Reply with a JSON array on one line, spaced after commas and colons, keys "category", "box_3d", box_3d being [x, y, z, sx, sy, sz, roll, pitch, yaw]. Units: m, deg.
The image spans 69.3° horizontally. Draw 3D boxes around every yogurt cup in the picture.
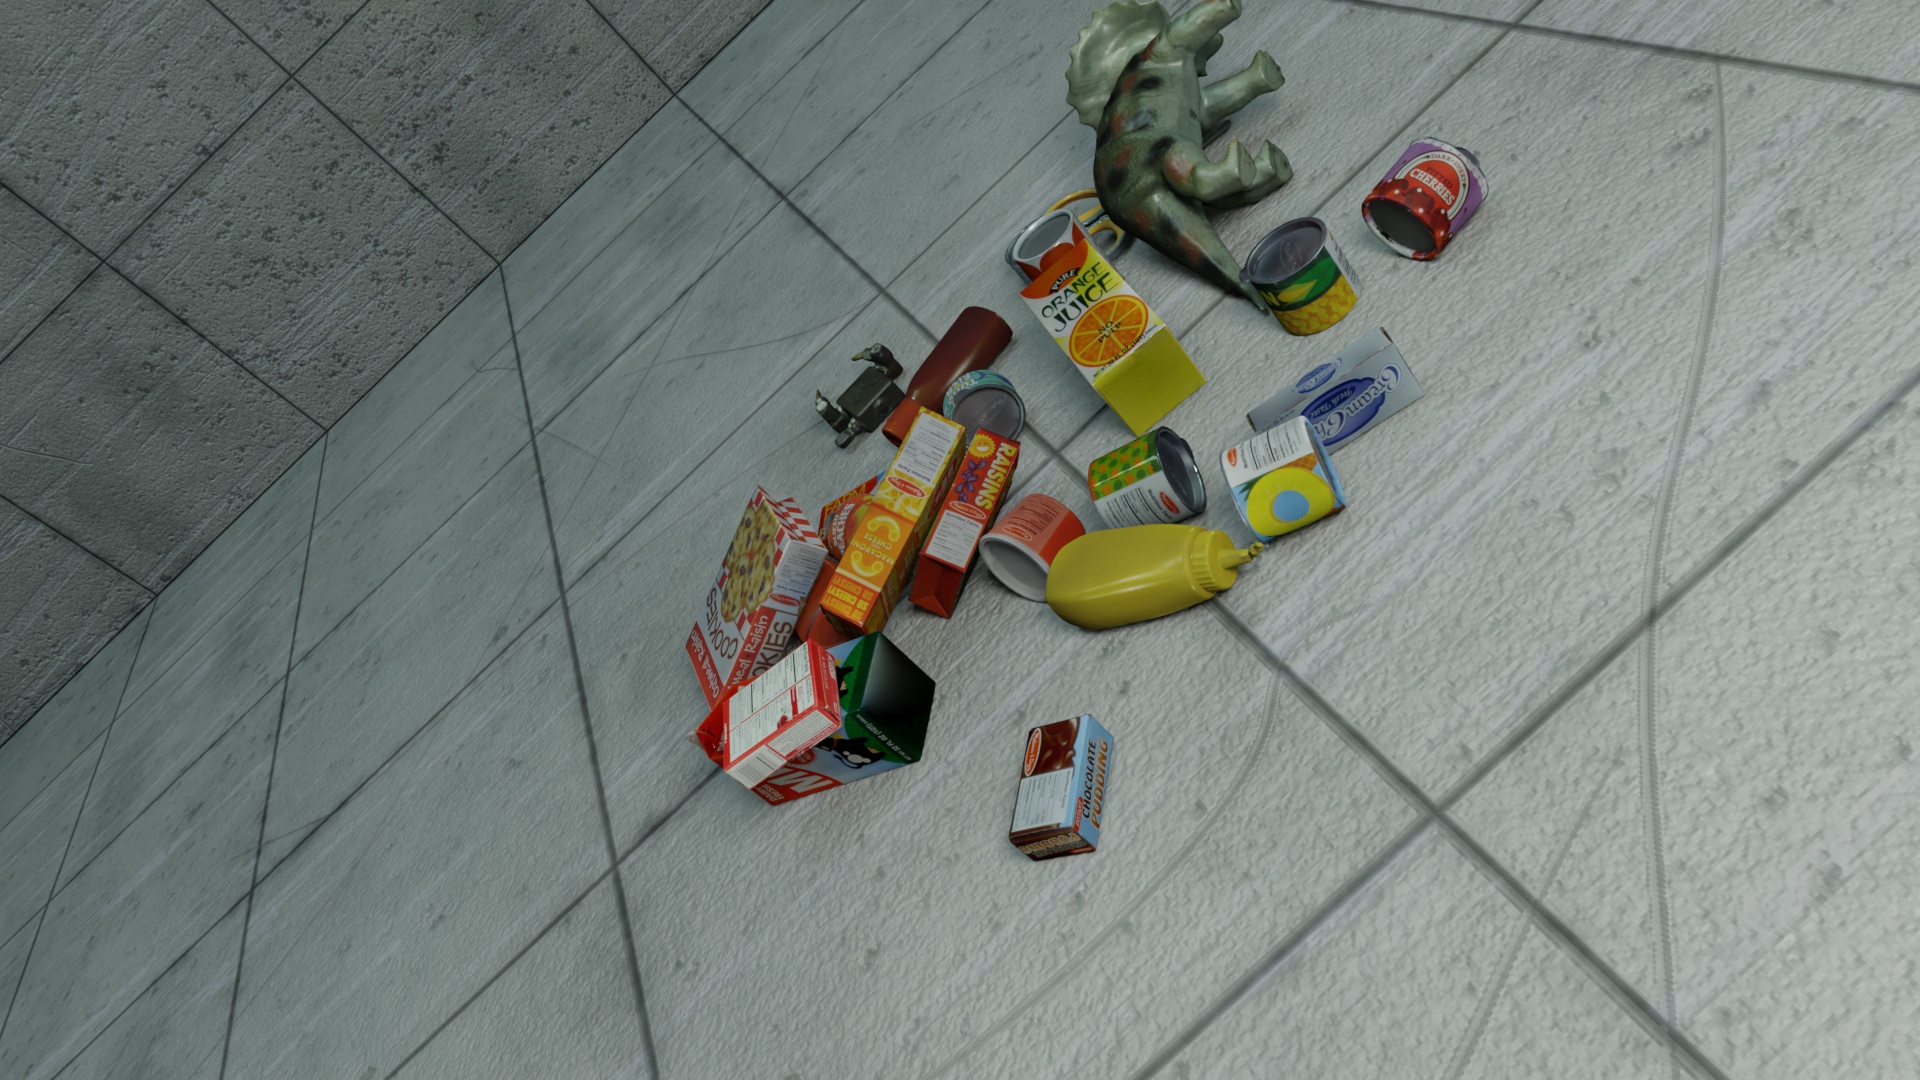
[{"category": "yogurt cup", "box_3d": [0.055, 0.003, 1.016, 0.072, 0.072, 0.054, 5, 49, 51]}]

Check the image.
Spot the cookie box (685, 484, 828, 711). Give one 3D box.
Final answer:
[{"category": "cookie box", "box_3d": [-0.175, 0.053, 1.183, 0.167, 0.040, 0.123, -64, 29, 13]}]

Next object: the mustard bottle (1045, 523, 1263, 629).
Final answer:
[{"category": "mustard bottle", "box_3d": [0.132, 0.020, 0.921, 0.160, 0.048, 0.065, -11, 46, 41]}]

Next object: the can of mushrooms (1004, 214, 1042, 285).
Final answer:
[{"category": "can of mushrooms", "box_3d": [0.080, -0.281, 1.339, 0.071, 0.033, 0.071, -30, 35, 24]}]

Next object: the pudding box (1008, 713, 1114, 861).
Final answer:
[{"category": "pudding box", "box_3d": [0.064, 0.153, 0.864, 0.049, 0.030, 0.084, -21, 39, 35]}]

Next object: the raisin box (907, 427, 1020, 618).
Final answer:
[{"category": "raisin box", "box_3d": [0.004, -0.013, 1.073, 0.085, 0.040, 0.124, 105, -172, -60]}]

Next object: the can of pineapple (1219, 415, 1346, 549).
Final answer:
[{"category": "can of pineapple", "box_3d": [0.207, -0.037, 0.887, 0.057, 0.071, 0.071, -26, 37, 22]}]

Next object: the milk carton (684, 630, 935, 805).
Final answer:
[{"category": "milk carton", "box_3d": [-0.118, 0.141, 1.043, 0.190, 0.072, 0.074, -22, 39, 32]}]

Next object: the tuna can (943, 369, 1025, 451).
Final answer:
[{"category": "tuna can", "box_3d": [0.018, -0.111, 1.178, 0.071, 0.071, 0.033, -39, 31, 9]}]

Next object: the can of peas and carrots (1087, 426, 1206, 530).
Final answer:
[{"category": "can of peas and carrots", "box_3d": [0.131, -0.040, 0.975, 0.058, 0.071, 0.071, -26, 36, 28]}]

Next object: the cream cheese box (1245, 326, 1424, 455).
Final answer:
[{"category": "cream cheese box", "box_3d": [0.246, -0.090, 0.913, 0.103, 0.053, 0.024, -34, 35, 16]}]

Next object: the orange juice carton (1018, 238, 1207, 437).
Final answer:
[{"category": "orange juice carton", "box_3d": [0.111, -0.174, 1.116, 0.071, 0.073, 0.193, -39, 42, 9]}]

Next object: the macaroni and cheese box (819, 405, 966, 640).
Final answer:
[{"category": "macaroni and cheese box", "box_3d": [-0.049, -0.006, 1.058, 0.167, 0.040, 0.123, -63, -6, -12]}]

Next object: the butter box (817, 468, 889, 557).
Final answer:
[{"category": "butter box", "box_3d": [-0.081, -0.029, 1.240, 0.103, 0.024, 0.053, -29, 35, 23]}]

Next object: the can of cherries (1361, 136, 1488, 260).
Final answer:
[{"category": "can of cherries", "box_3d": [0.327, -0.241, 0.979, 0.058, 0.071, 0.071, -49, 32, -6]}]

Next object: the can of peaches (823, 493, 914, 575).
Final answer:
[{"category": "can of peaches", "box_3d": [-0.070, -0.002, 1.154, 0.071, 0.071, 0.058, -53, 34, -13]}]

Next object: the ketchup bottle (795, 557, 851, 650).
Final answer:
[{"category": "ketchup bottle", "box_3d": [-0.126, 0.040, 1.194, 0.064, 0.043, 0.149, -51, 31, 5]}]

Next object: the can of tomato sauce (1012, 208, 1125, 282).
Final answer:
[{"category": "can of tomato sauce", "box_3d": [0.095, -0.239, 1.227, 0.071, 0.083, 0.071, -29, 35, 23]}]

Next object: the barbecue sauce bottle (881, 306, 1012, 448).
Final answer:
[{"category": "barbecue sauce bottle", "box_3d": [-0.016, -0.149, 1.286, 0.149, 0.043, 0.065, -53, 33, -12]}]

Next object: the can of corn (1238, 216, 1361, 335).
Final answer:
[{"category": "can of corn", "box_3d": [0.250, -0.192, 1.021, 0.071, 0.058, 0.071, -29, 35, 23]}]
